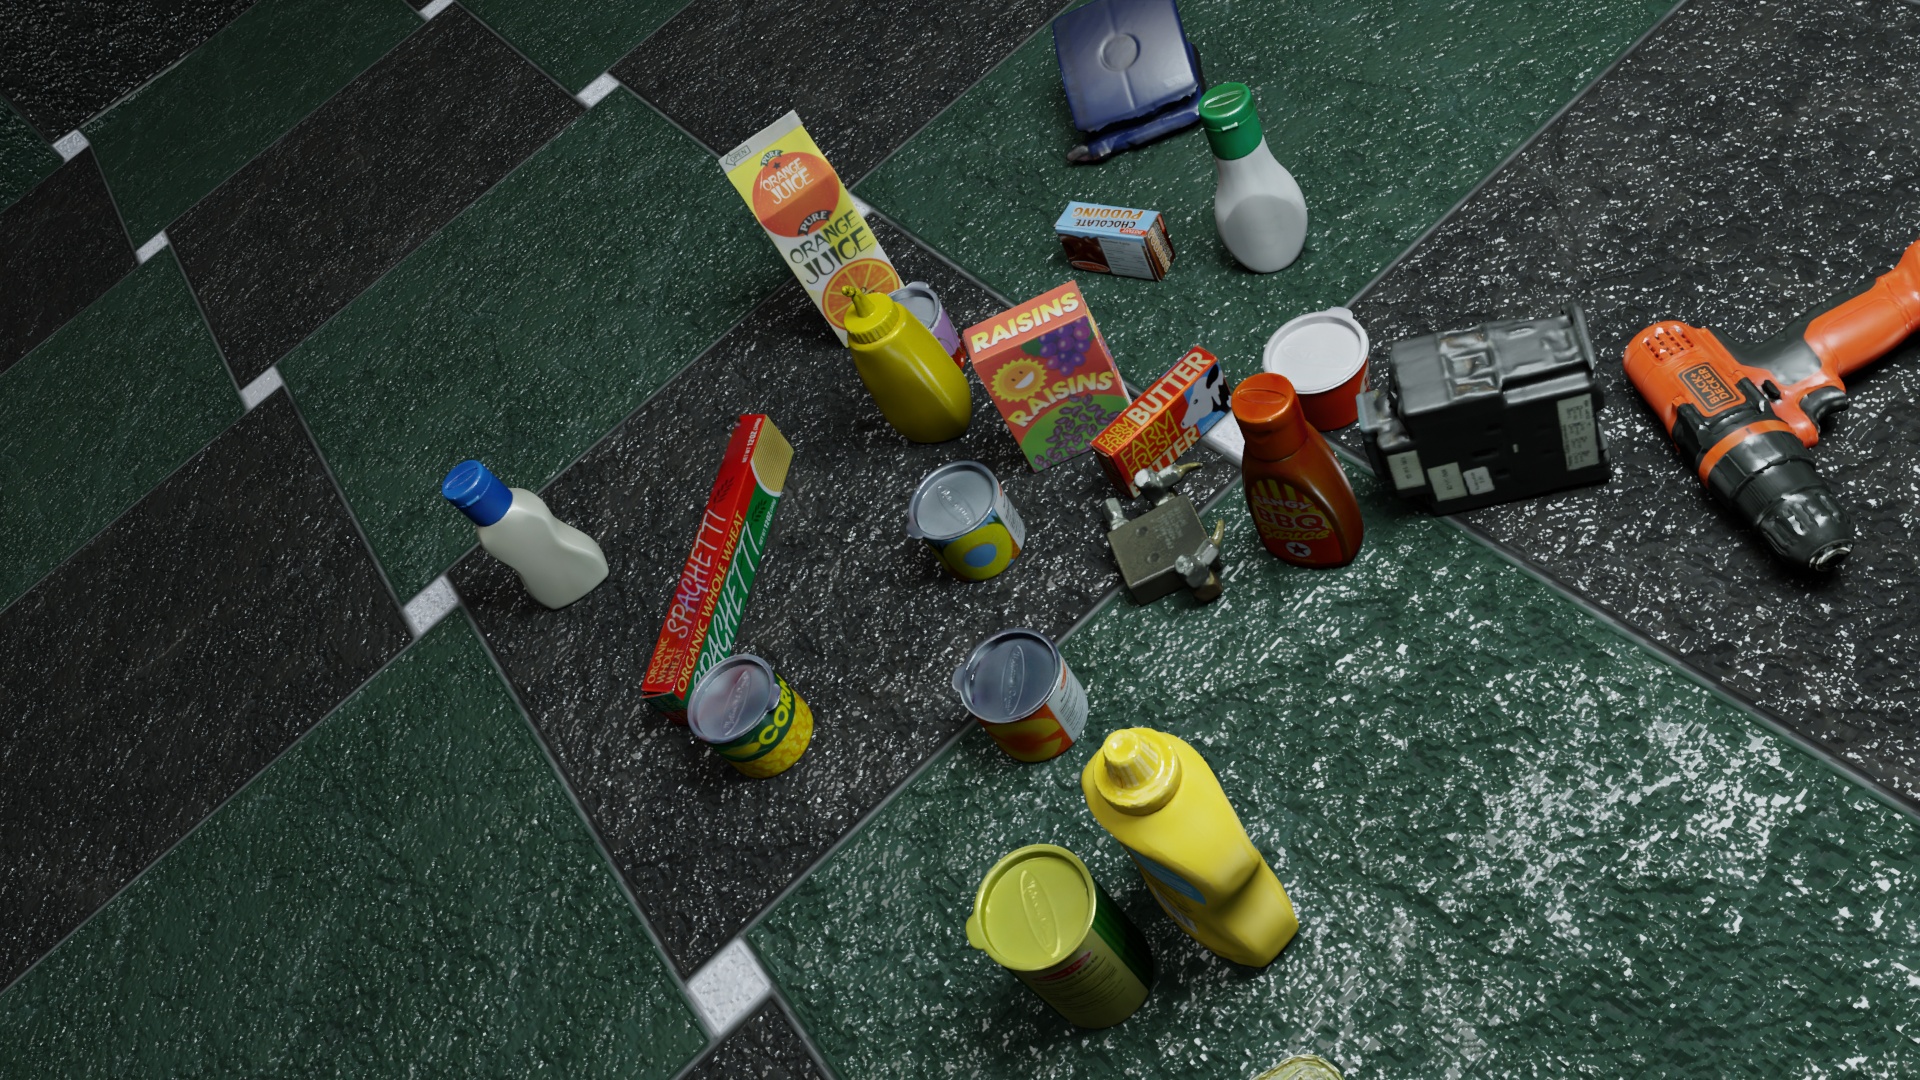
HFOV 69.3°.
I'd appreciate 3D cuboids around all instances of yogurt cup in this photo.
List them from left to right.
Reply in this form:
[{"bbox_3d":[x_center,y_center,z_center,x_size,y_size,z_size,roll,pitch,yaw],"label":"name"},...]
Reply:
[{"bbox_3d":[0.239,-0.109,0.920,0.072,0.053,0.073,-14,51,18],"label":"yogurt cup"}]

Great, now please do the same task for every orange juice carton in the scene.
[{"bbox_3d":[-0.118,-0.254,1.120,0.072,0.192,0.073,-34,48,1],"label":"orange juice carton"}]

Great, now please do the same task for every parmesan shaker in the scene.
[{"bbox_3d":[0.054,0.214,0.740,0.071,0.102,0.071,-14,51,18],"label":"parmesan shaker"}]

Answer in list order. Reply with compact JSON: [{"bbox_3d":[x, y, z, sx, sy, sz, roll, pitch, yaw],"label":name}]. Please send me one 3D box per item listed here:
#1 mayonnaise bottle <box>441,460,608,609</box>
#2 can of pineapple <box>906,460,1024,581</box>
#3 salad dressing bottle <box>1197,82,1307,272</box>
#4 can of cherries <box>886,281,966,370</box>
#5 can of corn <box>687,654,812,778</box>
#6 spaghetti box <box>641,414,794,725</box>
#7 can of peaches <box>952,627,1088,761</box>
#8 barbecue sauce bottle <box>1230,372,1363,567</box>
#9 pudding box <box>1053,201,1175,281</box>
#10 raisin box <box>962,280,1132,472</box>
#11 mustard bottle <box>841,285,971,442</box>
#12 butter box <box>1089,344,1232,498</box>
[{"bbox_3d":[-0.339,-0.006,1.077,0.065,0.147,0.041,-33,48,2],"label":"mayonnaise bottle"},{"bbox_3d":[0.003,-0.012,0.966,0.071,0.057,0.071,-14,51,18],"label":"can of pineapple"},{"bbox_3d":[0.205,-0.256,0.985,0.064,0.147,0.044,-13,51,18],"label":"salad dressing bottle"},{"bbox_3d":[-0.034,-0.159,1.095,0.071,0.058,0.072,-14,51,18],"label":"can of cherries"},{"bbox_3d":[-0.139,0.120,0.940,0.071,0.058,0.071,-14,51,18],"label":"can of corn"},{"bbox_3d":[-0.178,0.018,1.043,0.028,0.050,0.251,-4,55,25],"label":"spaghetti box"},{"bbox_3d":[0.038,0.097,0.866,0.071,0.058,0.071,-14,51,18],"label":"can of peaches"},{"bbox_3d":[0.196,-0.040,0.827,0.065,0.148,0.044,10,62,33],"label":"barbecue sauce bottle"},{"bbox_3d":[0.119,-0.232,1.078,0.084,0.049,0.030,16,65,35],"label":"pudding box"},{"bbox_3d":[0.065,-0.112,0.965,0.086,0.123,0.040,-23,49,11],"label":"raisin box"},{"bbox_3d":[-0.045,-0.134,1.014,0.065,0.159,0.049,-6,54,24],"label":"mustard bottle"},{"bbox_3d":[0.139,-0.080,0.951,0.103,0.053,0.024,-42,48,-7],"label":"butter box"}]
